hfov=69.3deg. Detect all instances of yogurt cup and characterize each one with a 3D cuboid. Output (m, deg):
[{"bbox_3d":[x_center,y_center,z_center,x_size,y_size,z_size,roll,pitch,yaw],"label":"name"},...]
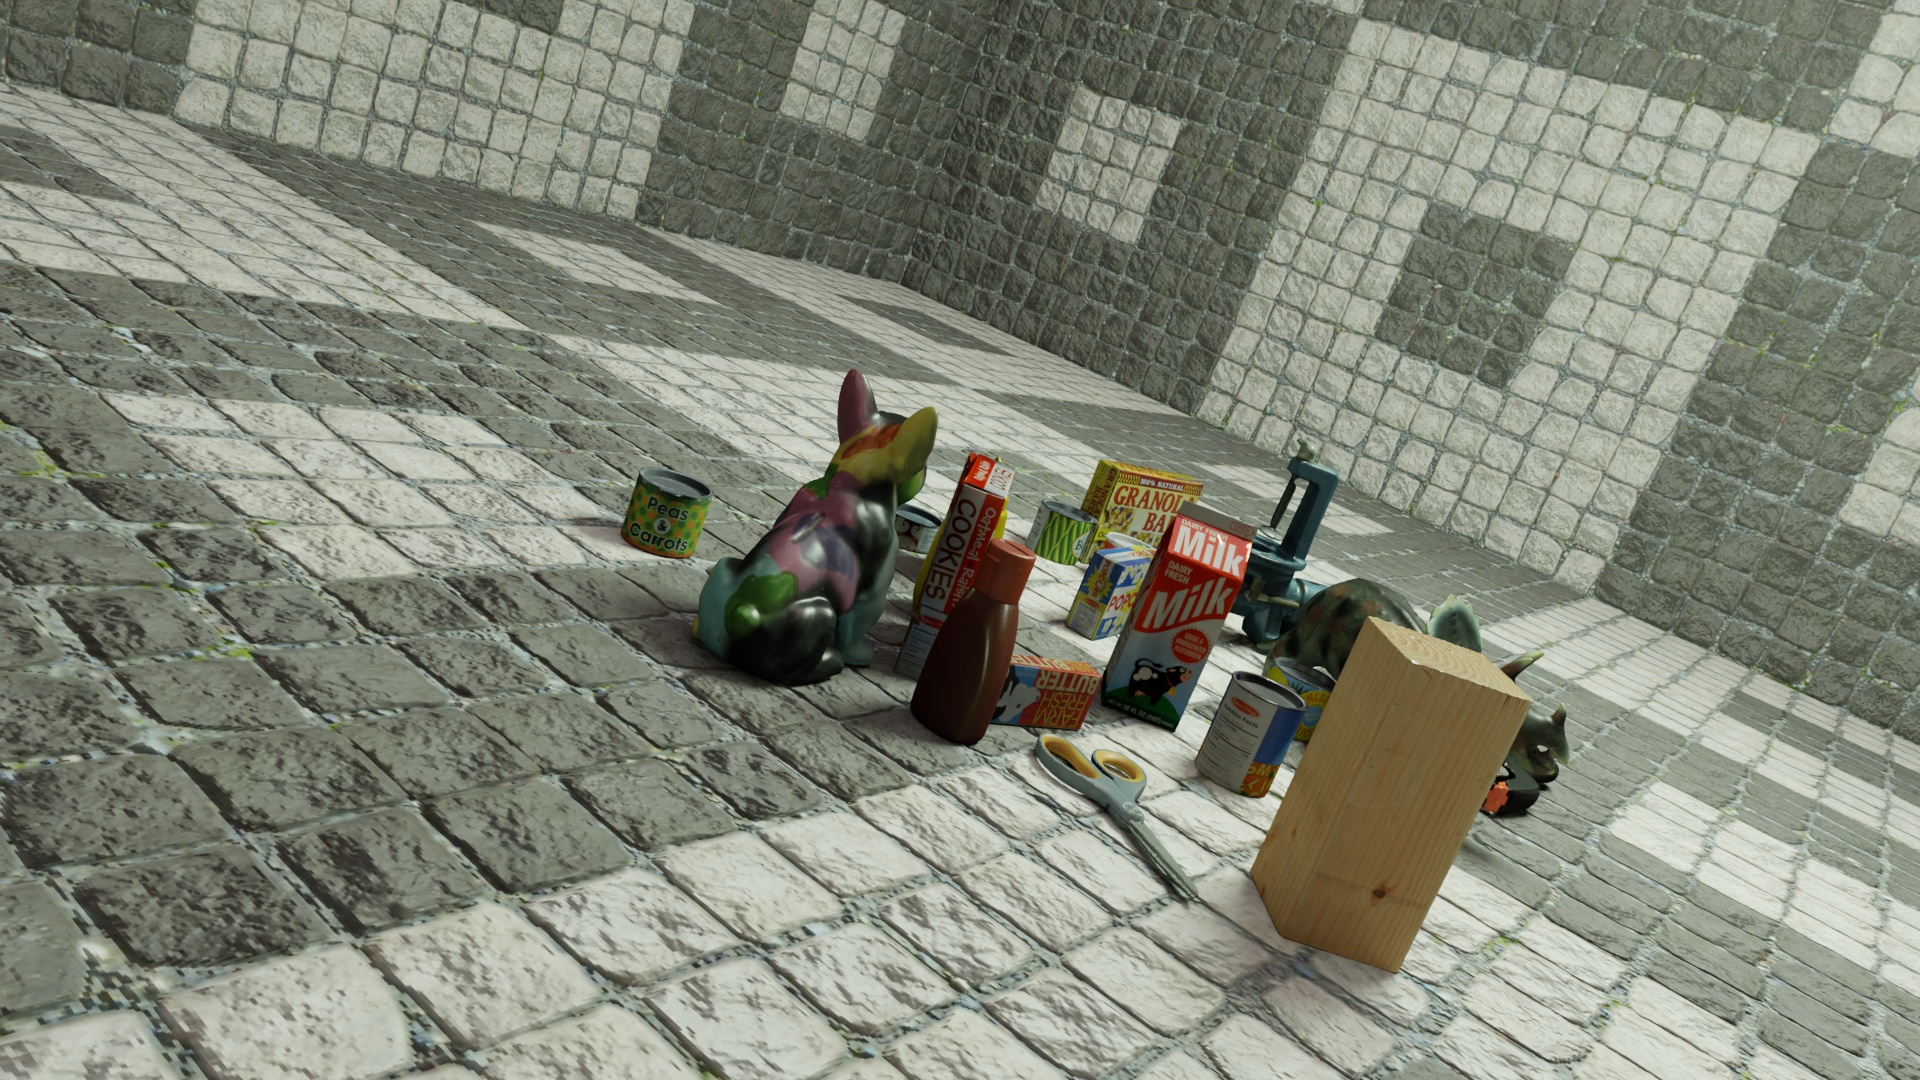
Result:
[{"bbox_3d":[0.192,0.028,1.613,0.072,0.053,0.072,19,14,-5],"label":"yogurt cup"}]

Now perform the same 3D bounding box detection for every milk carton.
[{"bbox_3d":[0.191,0.062,1.218,0.072,0.190,0.073,21,14,1],"label":"milk carton"}]

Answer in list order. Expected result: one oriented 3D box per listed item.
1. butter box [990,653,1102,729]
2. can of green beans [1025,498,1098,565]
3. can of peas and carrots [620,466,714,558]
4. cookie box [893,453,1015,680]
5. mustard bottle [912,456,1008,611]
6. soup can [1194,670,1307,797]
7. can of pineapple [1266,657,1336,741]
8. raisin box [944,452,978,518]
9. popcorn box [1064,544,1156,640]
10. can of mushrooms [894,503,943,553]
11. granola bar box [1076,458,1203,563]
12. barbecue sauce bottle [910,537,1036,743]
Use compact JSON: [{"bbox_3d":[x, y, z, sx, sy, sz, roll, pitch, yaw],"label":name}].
[{"bbox_3d":[0.061,0.120,1.104,0.103,0.053,0.024,10,18,-36],"label":"butter box"},{"bbox_3d":[0.117,-0.010,1.640,0.071,0.057,0.071,19,14,-5],"label":"can of green beans"},{"bbox_3d":[-0.251,-0.023,1.186,0.071,0.058,0.071,19,14,-5],"label":"can of peas and carrots"},{"bbox_3d":[-0.004,0.021,1.148,0.040,0.167,0.123,21,14,0],"label":"cookie box"},{"bbox_3d":[0.008,0.000,1.254,0.049,0.159,0.065,30,17,33],"label":"mustard bottle"},{"bbox_3d":[0.241,0.159,1.147,0.071,0.083,0.071,19,14,-5],"label":"soup can"},{"bbox_3d":[0.321,0.153,1.330,0.071,0.057,0.071,19,14,-5],"label":"can of pineapple"},{"bbox_3d":[0.005,-0.017,1.385,0.040,0.123,0.086,19,14,-5],"label":"raisin box"},{"bbox_3d":[0.163,0.052,1.426,0.038,0.085,0.127,28,16,26],"label":"popcorn box"},{"bbox_3d":[-0.054,-0.015,1.474,0.071,0.033,0.071,19,14,-5],"label":"can of mushrooms"},{"bbox_3d":[0.215,-0.028,1.709,0.166,0.124,0.039,7,20,-44],"label":"granola bar box"},{"bbox_3d":[0.013,0.072,1.024,0.044,0.148,0.065,5,21,-48],"label":"barbecue sauce bottle"}]
